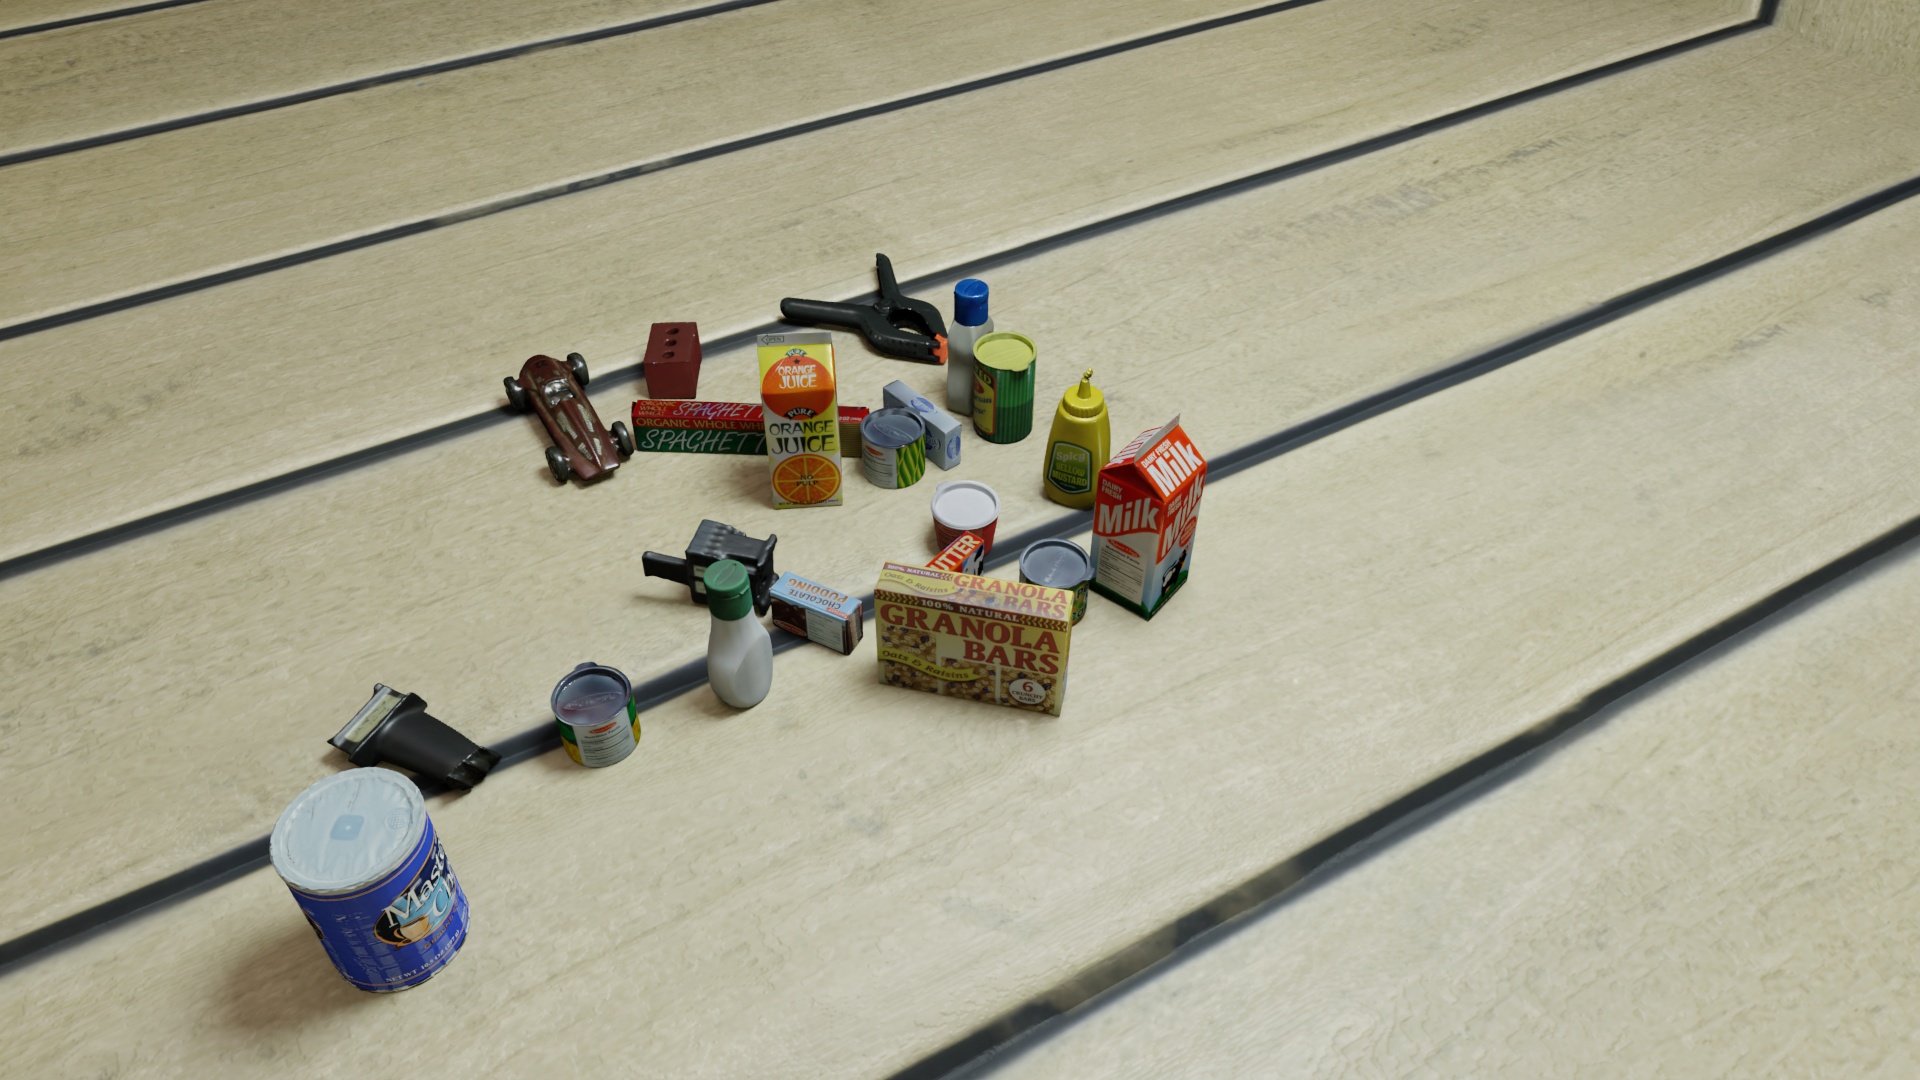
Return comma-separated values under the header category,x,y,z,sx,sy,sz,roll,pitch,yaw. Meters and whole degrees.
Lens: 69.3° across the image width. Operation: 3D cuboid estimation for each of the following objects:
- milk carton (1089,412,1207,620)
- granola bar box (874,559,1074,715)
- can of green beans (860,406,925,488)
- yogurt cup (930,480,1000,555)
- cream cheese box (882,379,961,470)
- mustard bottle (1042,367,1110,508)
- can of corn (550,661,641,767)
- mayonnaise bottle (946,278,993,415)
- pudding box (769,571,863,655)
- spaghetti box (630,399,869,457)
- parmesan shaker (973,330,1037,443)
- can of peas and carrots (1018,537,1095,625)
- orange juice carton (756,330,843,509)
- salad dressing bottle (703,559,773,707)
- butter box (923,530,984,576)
category,x,y,z,sx,sy,sz,roll,pitch,yaw
milk carton,0.171,-0.027,1.268,0.073,0.189,0.073,29,50,27
granola bar box,0.012,0.084,1.198,0.165,0.123,0.039,9,44,9
can of green beans,-0.069,-0.095,1.434,0.071,0.057,0.071,0,44,0
yogurt cup,0.005,-0.017,1.355,0.072,0.053,0.073,0,44,0
cream cheese box,-0.040,-0.122,1.465,0.024,0.053,0.104,-31,52,-29
mustard bottle,0.117,-0.104,1.371,0.065,0.159,0.049,16,46,15
can of corn,-0.308,0.147,1.177,0.071,0.058,0.071,0,44,0
mayonnaise bottle,0.011,-0.209,1.489,0.041,0.147,0.065,22,48,21
pudding box,-0.132,0.066,1.270,0.084,0.049,0.030,20,47,19
spaghetti box,-0.221,-0.118,1.462,0.250,0.049,0.029,2,44,1
parmesan shaker,0.047,-0.159,1.470,0.071,0.102,0.072,0,44,0
can of peas and carrots,0.089,0.041,1.291,0.071,0.058,0.071,0,44,0
orange juice carton,-0.156,-0.126,1.369,0.072,0.191,0.073,-4,44,-4
salad dressing bottle,-0.192,0.080,1.184,0.044,0.146,0.064,22,48,21
butter box,-0.017,0.041,1.295,0.024,0.052,0.104,29,50,27
